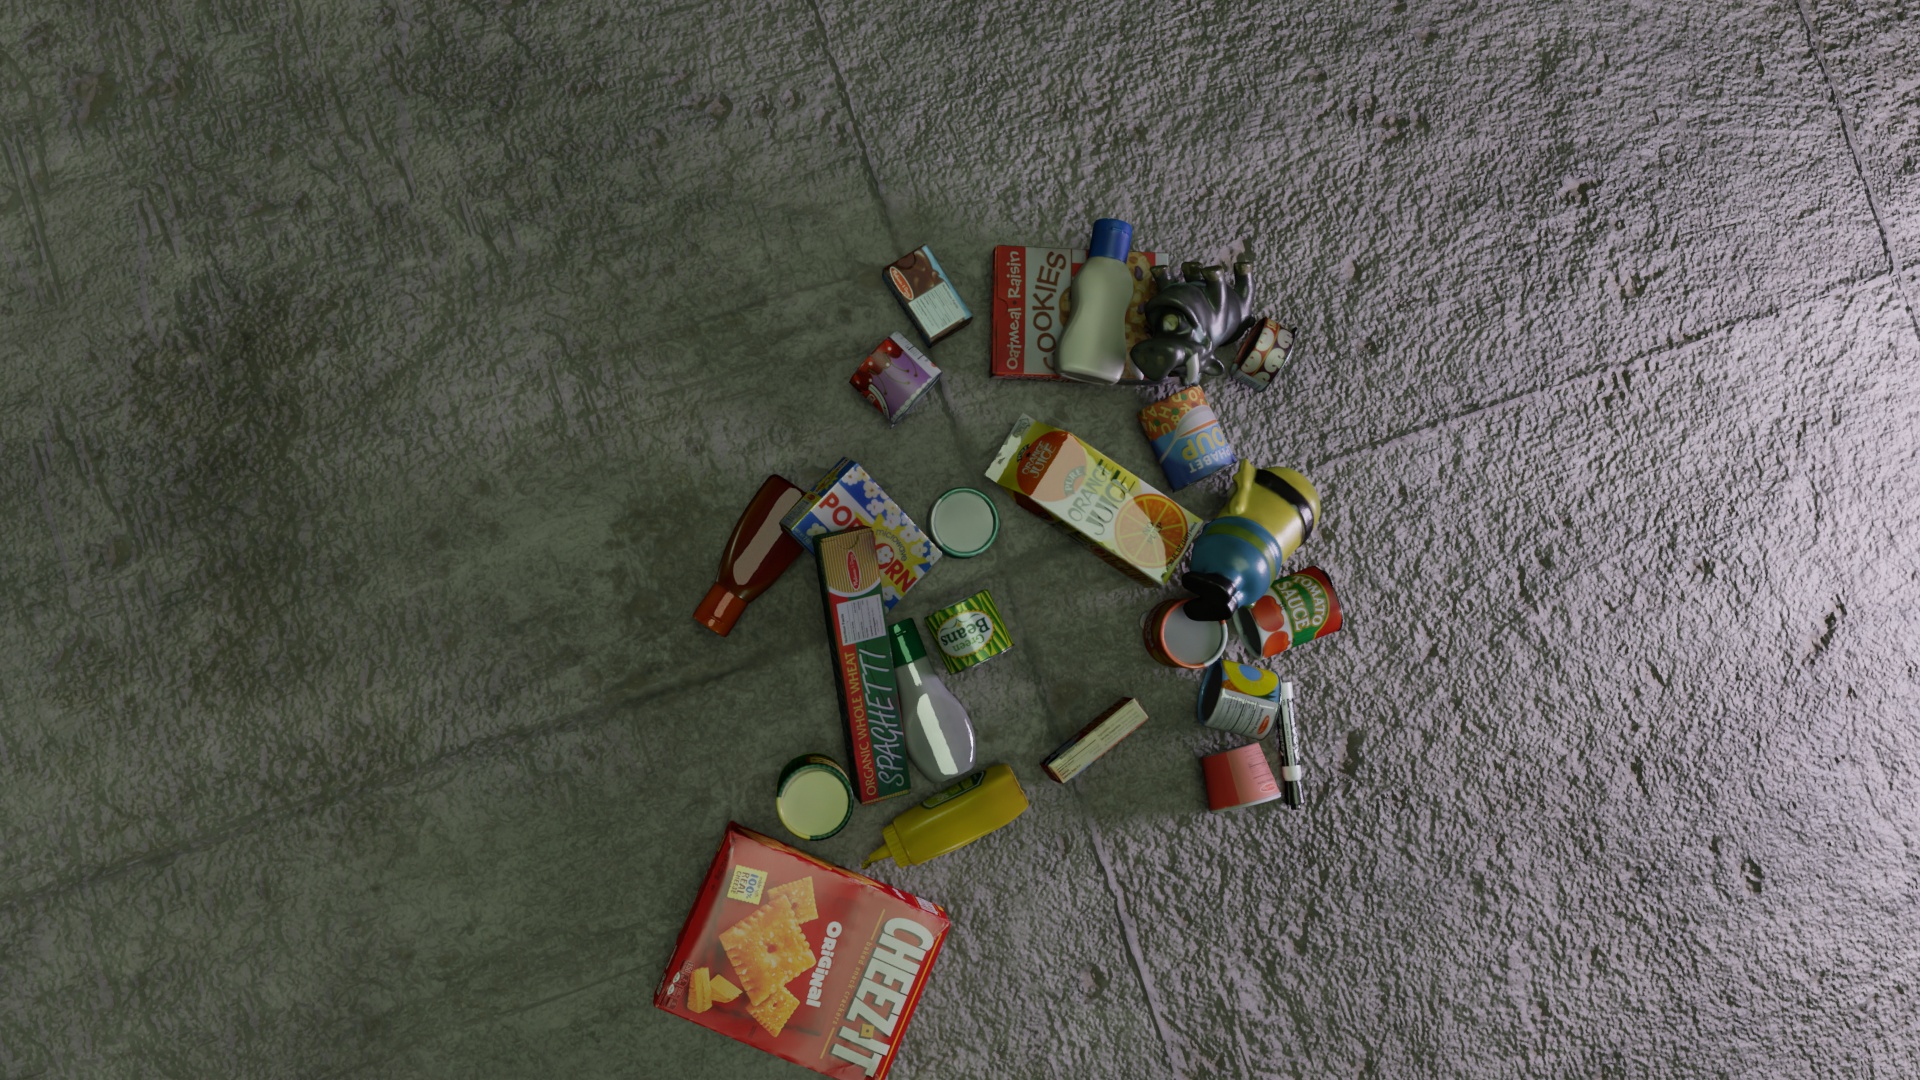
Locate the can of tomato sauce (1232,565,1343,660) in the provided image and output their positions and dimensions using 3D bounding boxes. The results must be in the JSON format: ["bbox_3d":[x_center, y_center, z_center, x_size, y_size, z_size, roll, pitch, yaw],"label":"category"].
[{"bbox_3d":[0.306,0.068,1.302,0.083,0.071,0.071,-20,89,-8],"label":"can of tomato sauce"}]

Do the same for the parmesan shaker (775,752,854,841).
[{"bbox_3d":[-0.126,0.225,1.215,0.071,0.103,0.071,1,86,-8],"label":"parmesan shaker"}]

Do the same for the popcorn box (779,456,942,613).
[{"bbox_3d":[-0.088,-0.002,1.248,0.085,0.038,0.126,-47,116,-9],"label":"popcorn box"}]

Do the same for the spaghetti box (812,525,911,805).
[{"bbox_3d":[-0.087,0.112,1.230,0.050,0.029,0.249,-12,104,-20],"label":"spaghetti box"}]

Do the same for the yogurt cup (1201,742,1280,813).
[{"bbox_3d":[0.257,0.220,1.288,0.072,0.072,0.054,-13,80,-8],"label":"yogurt cup"}]

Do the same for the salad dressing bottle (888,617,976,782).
[{"bbox_3d":[-0.033,0.144,1.264,0.064,0.044,0.147,-21,88,-15],"label":"salad dressing bottle"}]

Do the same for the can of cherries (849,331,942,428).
[{"bbox_3d":[-0.061,-0.147,1.271,0.058,0.071,0.071,43,82,-3],"label":"can of cherries"}]

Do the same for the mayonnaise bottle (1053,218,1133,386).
[{"bbox_3d":[0.128,-0.219,1.274,0.065,0.041,0.148,12,83,-9],"label":"mayonnaise bottle"}]

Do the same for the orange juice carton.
[{"bbox_3d":[0.120,-0.037,1.284,0.193,0.073,0.072,33,83,-4],"label":"orange juice carton"}]

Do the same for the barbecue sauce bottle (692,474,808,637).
[{"bbox_3d":[-0.185,0.016,1.253,0.065,0.043,0.148,35,83,-11],"label":"barbecue sauce bottle"}]

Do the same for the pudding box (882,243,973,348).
[{"bbox_3d":[-0.031,-0.229,1.300,0.050,0.030,0.083,-33,91,-8],"label":"pudding box"}]

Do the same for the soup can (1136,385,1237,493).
[{"bbox_3d":[0.213,-0.097,1.302,0.071,0.071,0.083,-25,89,-9],"label":"soup can"}]

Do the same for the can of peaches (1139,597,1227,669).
[{"bbox_3d":[0.207,0.086,1.294,0.071,0.058,0.071,1,86,-8],"label":"can of peaches"}]

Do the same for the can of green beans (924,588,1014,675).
[{"bbox_3d":[0.008,0.083,1.263,0.071,0.071,0.058,-25,89,-9],"label":"can of green beans"}]

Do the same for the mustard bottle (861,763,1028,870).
[{"bbox_3d":[-0.019,0.255,1.249,0.160,0.065,0.049,-26,94,-5],"label":"mustard bottle"}]

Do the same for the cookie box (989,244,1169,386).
[{"bbox_3d":[0.111,-0.212,1.312,0.168,0.040,0.123,1,86,-8],"label":"cookie box"}]

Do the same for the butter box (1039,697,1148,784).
[{"bbox_3d":[0.123,0.184,1.277,0.104,0.053,0.024,-37,89,-9],"label":"butter box"}]

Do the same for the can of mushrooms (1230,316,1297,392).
[{"bbox_3d":[0.288,-0.179,1.320,0.033,0.071,0.071,29,83,-3],"label":"can of mushrooms"}]

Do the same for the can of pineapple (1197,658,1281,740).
[{"bbox_3d":[0.259,0.147,1.294,0.058,0.071,0.071,15,84,-6],"label":"can of pineapple"}]

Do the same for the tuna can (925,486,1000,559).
[{"bbox_3d":[0.005,-0.016,1.287,0.071,0.033,0.071,0,86,-7],"label":"tuna can"}]
